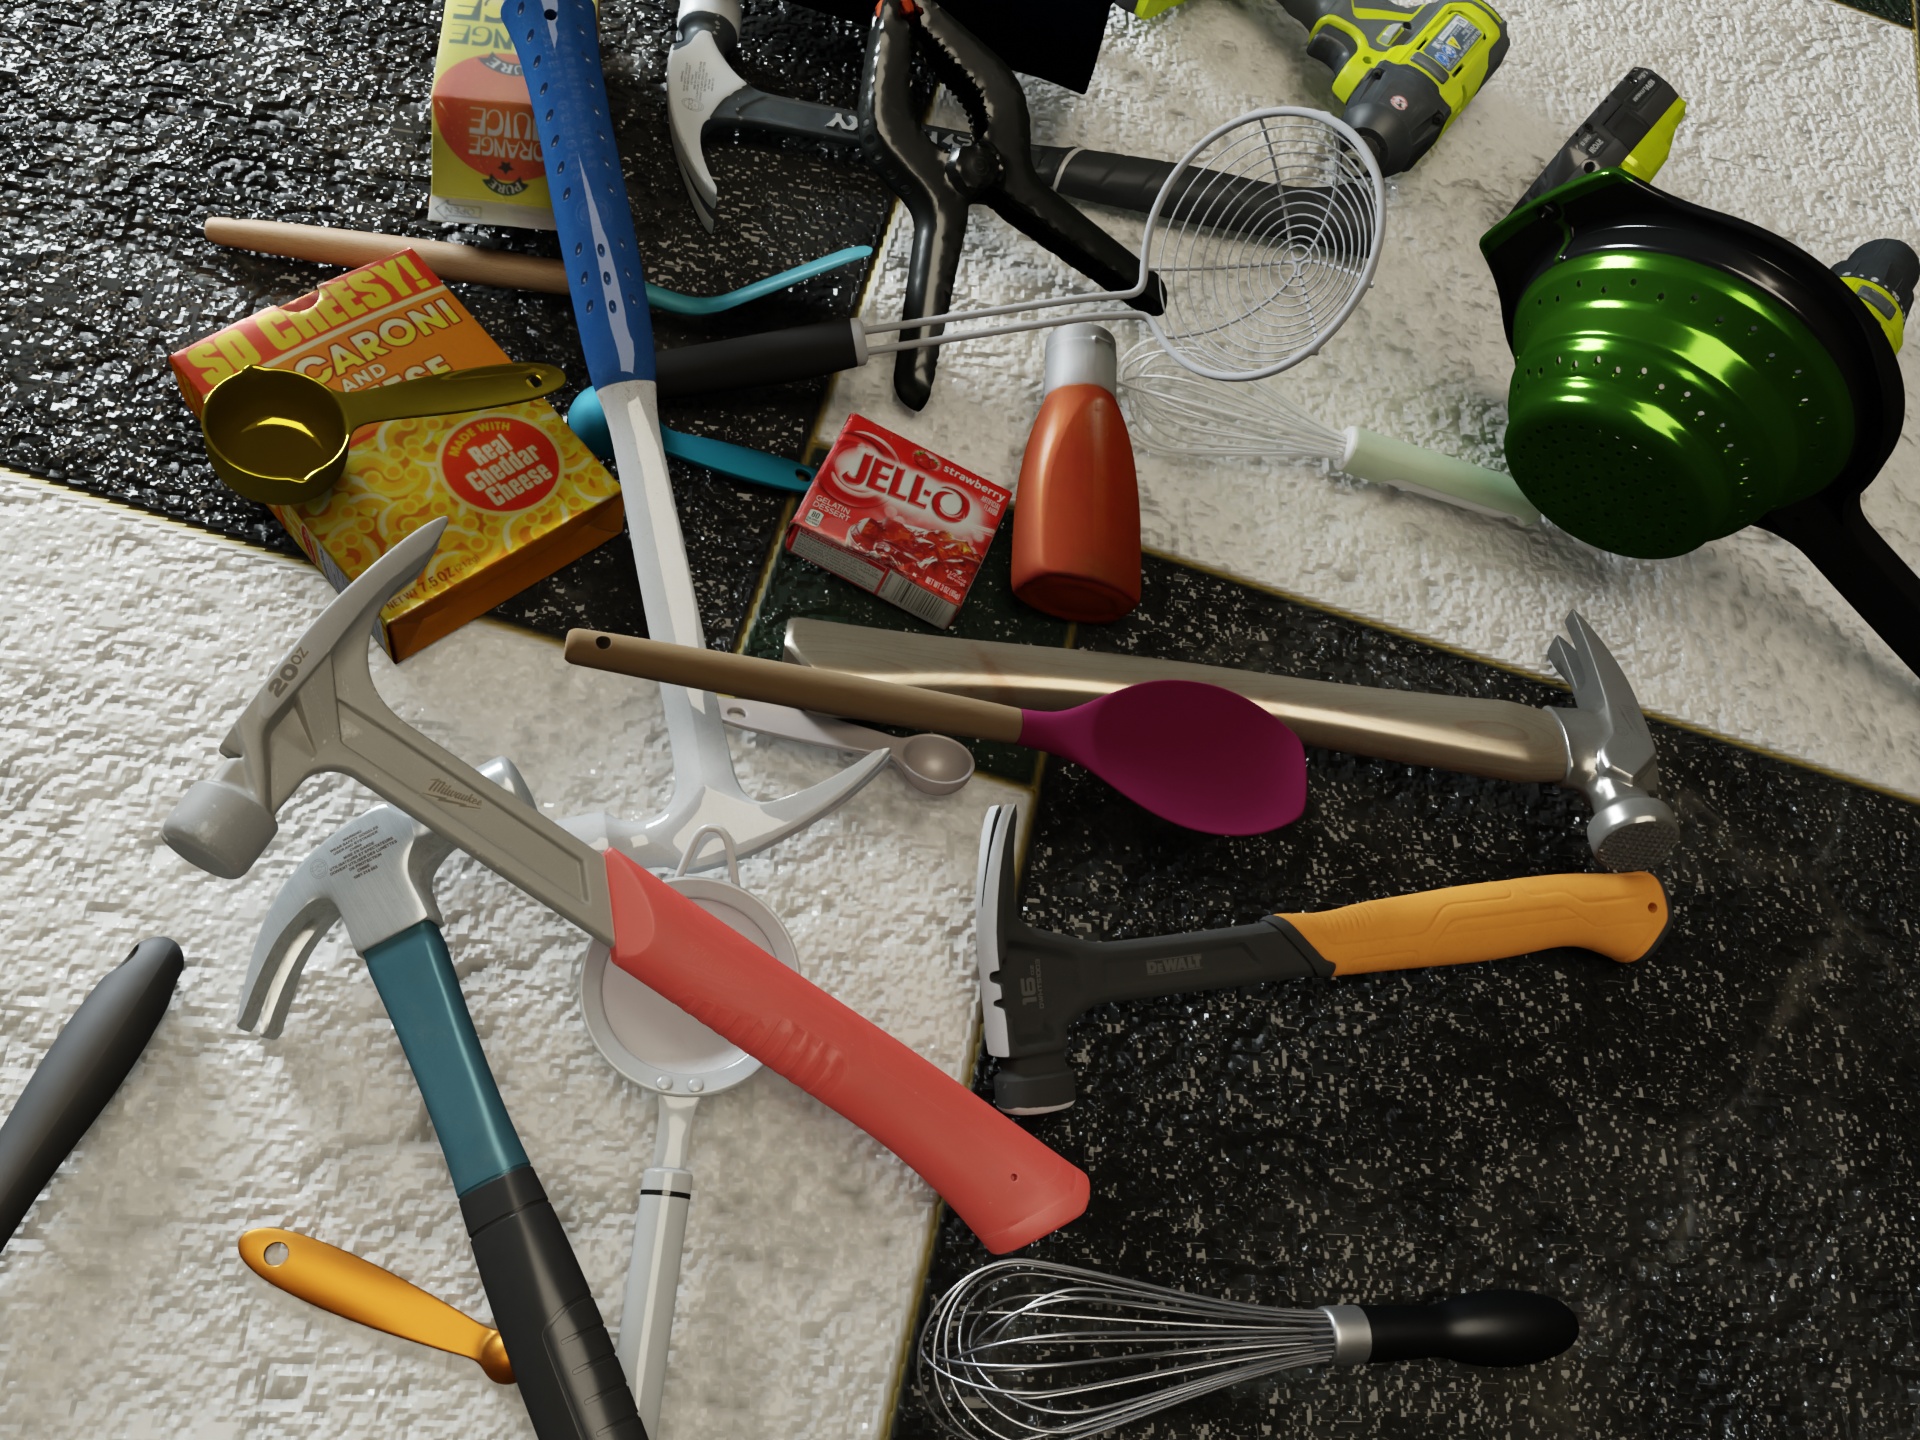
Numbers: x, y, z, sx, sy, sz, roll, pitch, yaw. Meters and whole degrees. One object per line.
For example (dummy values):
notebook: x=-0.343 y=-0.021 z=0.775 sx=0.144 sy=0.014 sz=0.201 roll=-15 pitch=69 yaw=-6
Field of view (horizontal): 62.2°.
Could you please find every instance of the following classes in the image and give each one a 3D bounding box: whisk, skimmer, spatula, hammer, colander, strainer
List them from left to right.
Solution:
whisk: x=-0.341 y=0.177 z=0.547 sx=0.055 sy=0.055 sz=0.239 roll=23 pitch=58 yaw=-2
hammer: x=-0.161 y=0.179 z=0.572 sx=0.128 sy=0.033 sz=0.331 roll=-26 pitch=71 yaw=-7
spatula: x=-0.203 y=-0.230 z=0.779 sx=0.317 sy=0.044 sz=0.082 roll=5 pitch=19 yaw=-7
hammer: x=-0.137 y=-0.135 z=0.693 sx=0.144 sy=0.035 sz=0.406 roll=-12 pitch=79 yaw=-7
strainer: x=-0.113 y=0.169 z=0.609 sx=0.087 sy=0.050 sz=0.259 roll=7 pitch=69 yaw=-6
hammer: x=-0.095 y=0.082 z=0.597 sx=0.359 sy=0.036 sz=0.149 roll=36 pitch=59 yaw=-12
skimmer: x=0.010 y=-0.200 z=0.742 sx=0.363 sy=0.090 sz=0.127 roll=-10 pitch=79 yaw=-1
hammer: x=0.041 y=-0.307 z=0.882 sx=0.409 sy=0.036 sz=0.149 roll=7 pitch=64 yaw=-10
hammer: x=0.123 y=-0.016 z=0.748 sx=0.410 sy=0.038 sz=0.146 roll=7 pitch=46 yaw=-6
whisk: x=0.120 y=0.240 z=0.621 sx=0.284 sy=0.070 sz=0.070 roll=4 pitch=64 yaw=-17
whisk: x=0.195 y=-0.145 z=0.837 sx=0.246 sy=0.058 sz=0.059 roll=16 pitch=96 yaw=-9
hammer: x=0.169 y=0.089 z=0.705 sx=0.336 sy=0.034 sz=0.127 roll=-3 pitch=84 yaw=-18
colander: x=0.400 y=-0.094 z=0.806 sx=0.397 sy=0.204 sz=0.094 roll=42 pitch=76 yaw=-12

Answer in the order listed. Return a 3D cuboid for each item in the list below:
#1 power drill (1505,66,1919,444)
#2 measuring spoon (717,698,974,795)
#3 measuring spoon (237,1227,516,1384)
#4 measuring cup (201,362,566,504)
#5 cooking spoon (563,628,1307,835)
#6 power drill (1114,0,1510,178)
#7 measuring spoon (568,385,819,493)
power drill: x=0.455 y=-0.276 z=0.943 sx=0.228 sy=0.080 sz=0.190 roll=41 pitch=63 yaw=5
measuring spoon: x=-0.055 y=0.012 z=0.715 sx=0.124 sy=0.018 sz=0.034 roll=14 pitch=37 yaw=1
measuring spoon: x=-0.209 y=0.212 z=0.579 sx=0.117 sy=0.011 sz=0.021 roll=24 pitch=61 yaw=-1
measuring cup: x=-0.246 y=-0.130 z=0.690 sx=0.156 sy=0.029 sz=0.062 roll=-19 pitch=71 yaw=-33
cooking spoon: x=-0.001 y=-0.002 z=0.654 sx=0.318 sy=0.017 sz=0.069 roll=10 pitch=66 yaw=-15
power drill: x=0.205 y=-0.423 z=0.954 sx=0.223 sy=0.080 sz=0.171 roll=38 pitch=58 yaw=4
measuring spoon: x=-0.120 y=-0.133 z=0.753 sx=0.128 sy=0.021 sz=0.042 roll=13 pitch=50 yaw=-19
